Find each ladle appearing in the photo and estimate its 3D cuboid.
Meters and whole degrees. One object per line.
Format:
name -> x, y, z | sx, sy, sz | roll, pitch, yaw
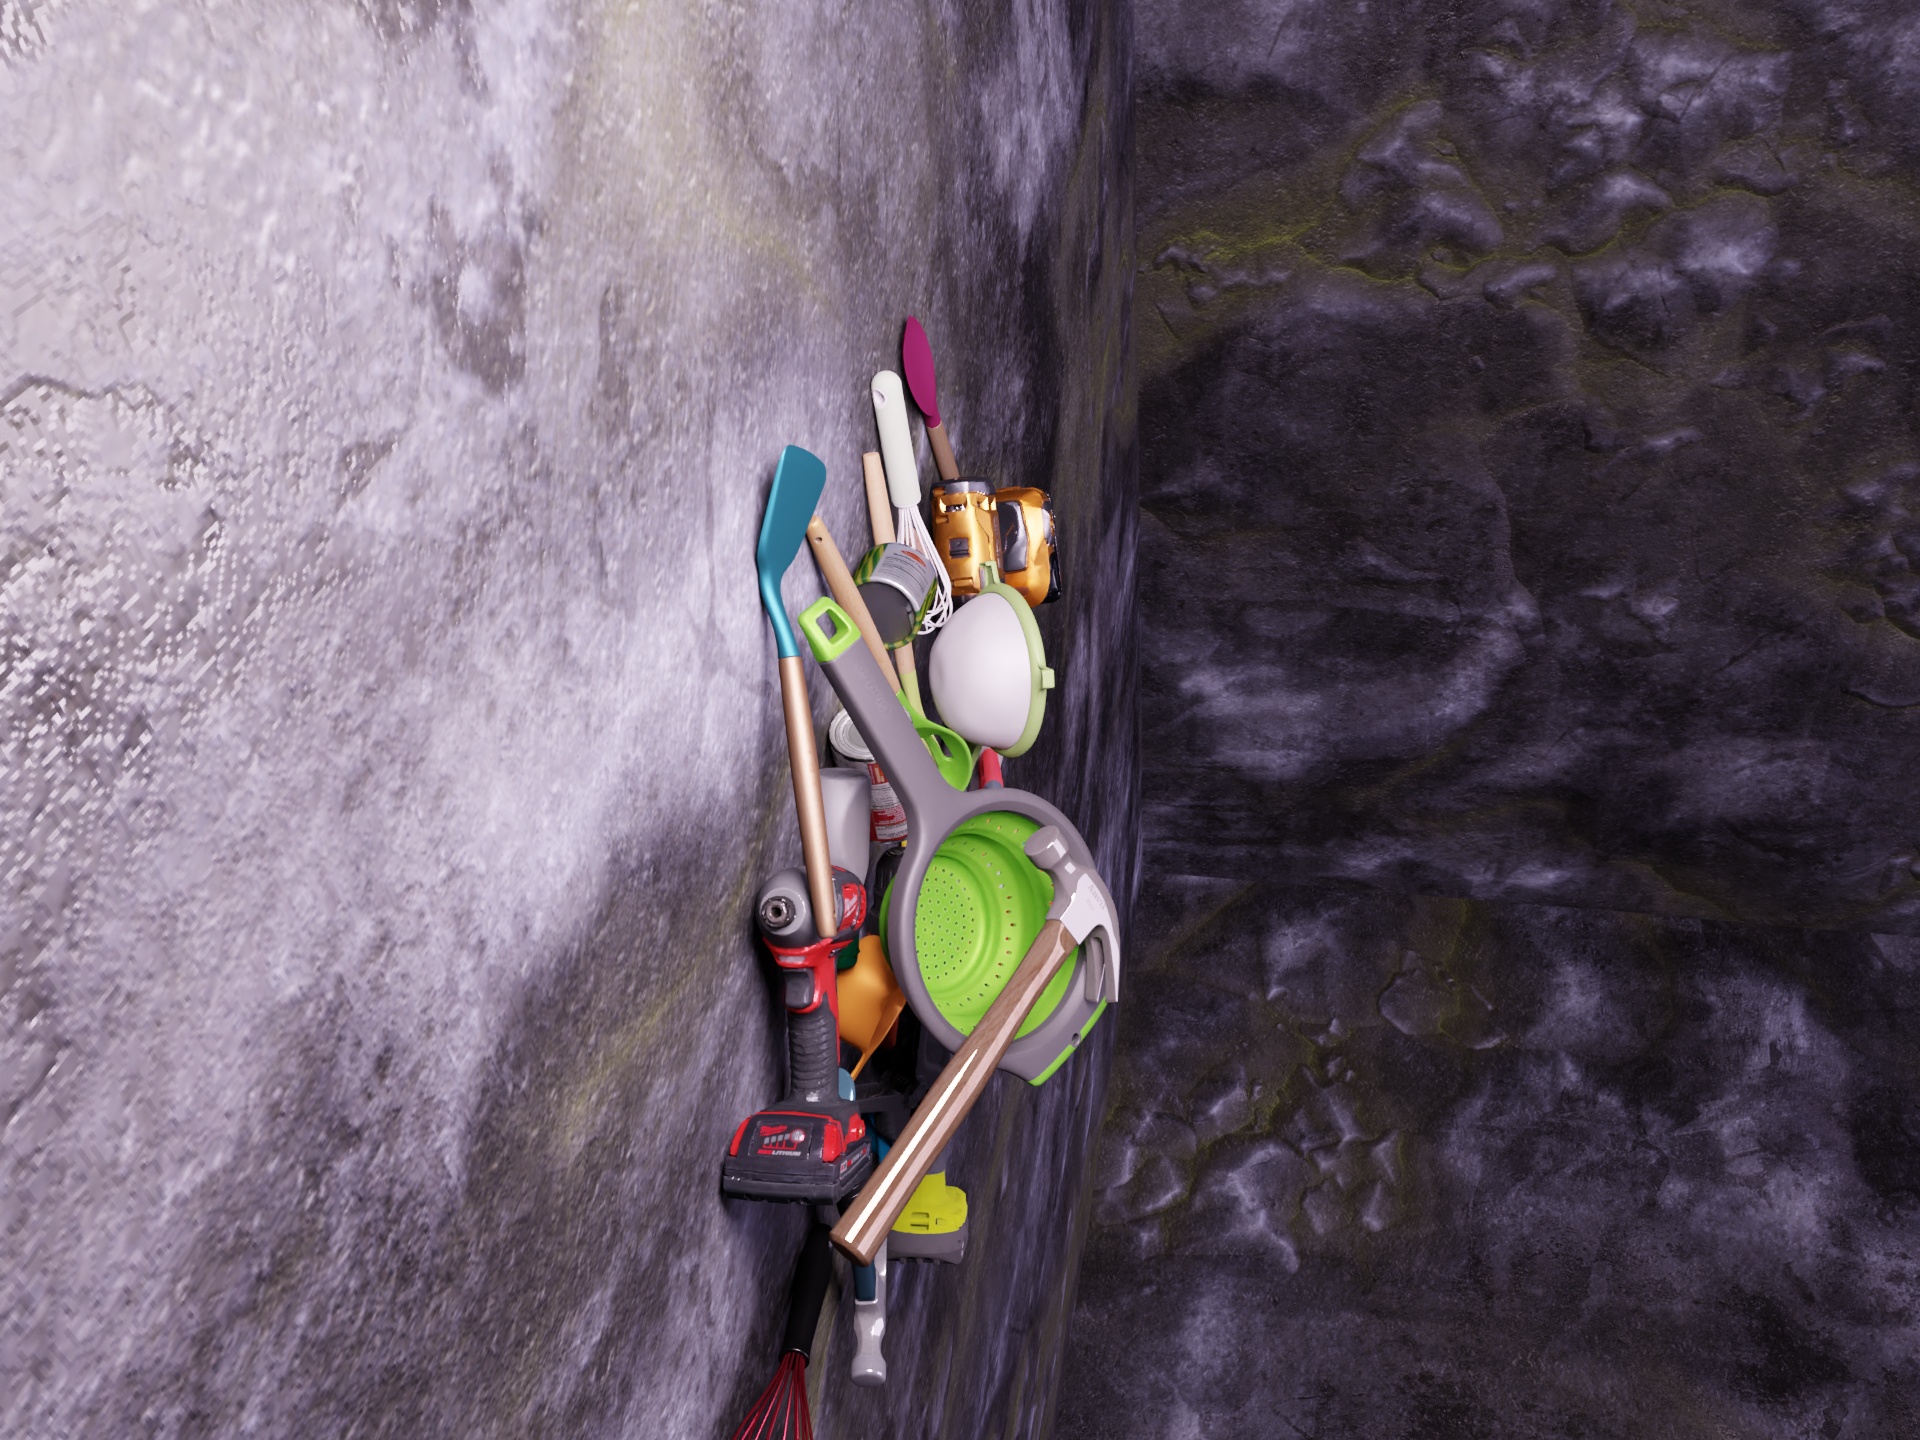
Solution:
ladle -> -0.061, -0.066, 1.328 | 0.078, 0.062, 0.320 | -57, 142, -61

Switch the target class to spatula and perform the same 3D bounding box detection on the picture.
spatula -> -0.099, -0.017, 1.039 | 0.082, 0.044, 0.317 | 8, 73, -76

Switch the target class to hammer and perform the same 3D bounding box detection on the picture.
hammer -> -0.084, 0.391, 1.259 | 0.128, 0.033, 0.330 | -92, 179, -48
hammer -> 0.015, 0.235, 1.115 | 0.130, 0.031, 0.331 | 53, 56, -24
hammer -> 0.028, 0.088, 1.541 | 0.386, 0.038, 0.143 | -91, -171, -80

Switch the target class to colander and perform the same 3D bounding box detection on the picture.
colander -> -0.031, 0.087, 1.172 | 0.204, 0.094, 0.396 | -43, 113, -35

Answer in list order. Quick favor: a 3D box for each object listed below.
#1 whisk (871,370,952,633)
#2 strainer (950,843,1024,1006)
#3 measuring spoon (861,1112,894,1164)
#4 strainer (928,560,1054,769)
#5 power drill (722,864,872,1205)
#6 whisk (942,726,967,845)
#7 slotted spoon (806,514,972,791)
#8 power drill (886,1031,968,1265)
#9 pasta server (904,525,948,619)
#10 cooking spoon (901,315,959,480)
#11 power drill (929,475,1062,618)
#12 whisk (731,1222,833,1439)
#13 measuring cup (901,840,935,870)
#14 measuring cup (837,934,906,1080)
whisk -> -0.043, -0.179, 1.338 | 0.059, 0.058, 0.246 | -37, 134, -33
strainer -> 0.026, 0.220, 1.700 | 0.340, 0.095, 0.211 | 27, 70, -83
measuring spoon -> -0.071, 0.371, 1.345 | 0.042, 0.021, 0.129 | 54, 1, -14
strainer -> -0.002, -0.004, 1.391 | 0.256, 0.069, 0.152 | 111, -35, -43
power drill -> -0.107, 0.208, 1.083 | 0.143, 0.078, 0.220 | 26, 65, -79
whisk -> -0.006, 0.043, 1.588 | 0.239, 0.055, 0.055 | -77, 166, -53
slotted spoon -> -0.060, -0.042, 1.233 | 0.313, 0.070, 0.031 | 66, 7, -45
power drill -> -0.029, 0.379, 1.506 | 0.190, 0.080, 0.228 | 24, 67, -86
pasta server -> -0.017, -0.106, 1.540 | 0.316, 0.040, 0.060 | 59, 36, -64
cooking spoon -> -0.021, -0.263, 1.480 | 0.318, 0.017, 0.069 | 67, 27, -64
power drill -> 0.034, -0.139, 1.524 | 0.226, 0.084, 0.185 | -23, 108, -71
whisk -> -0.124, 0.475, 1.141 | 0.296, 0.073, 0.073 | -79, 168, -61
measuring cup -> -0.038, 0.123, 1.488 | 0.062, 0.029, 0.156 | -74, 166, -46
measuring cup -> -0.094, 0.248, 1.245 | 0.173, 0.052, 0.095 | -59, 169, -7
